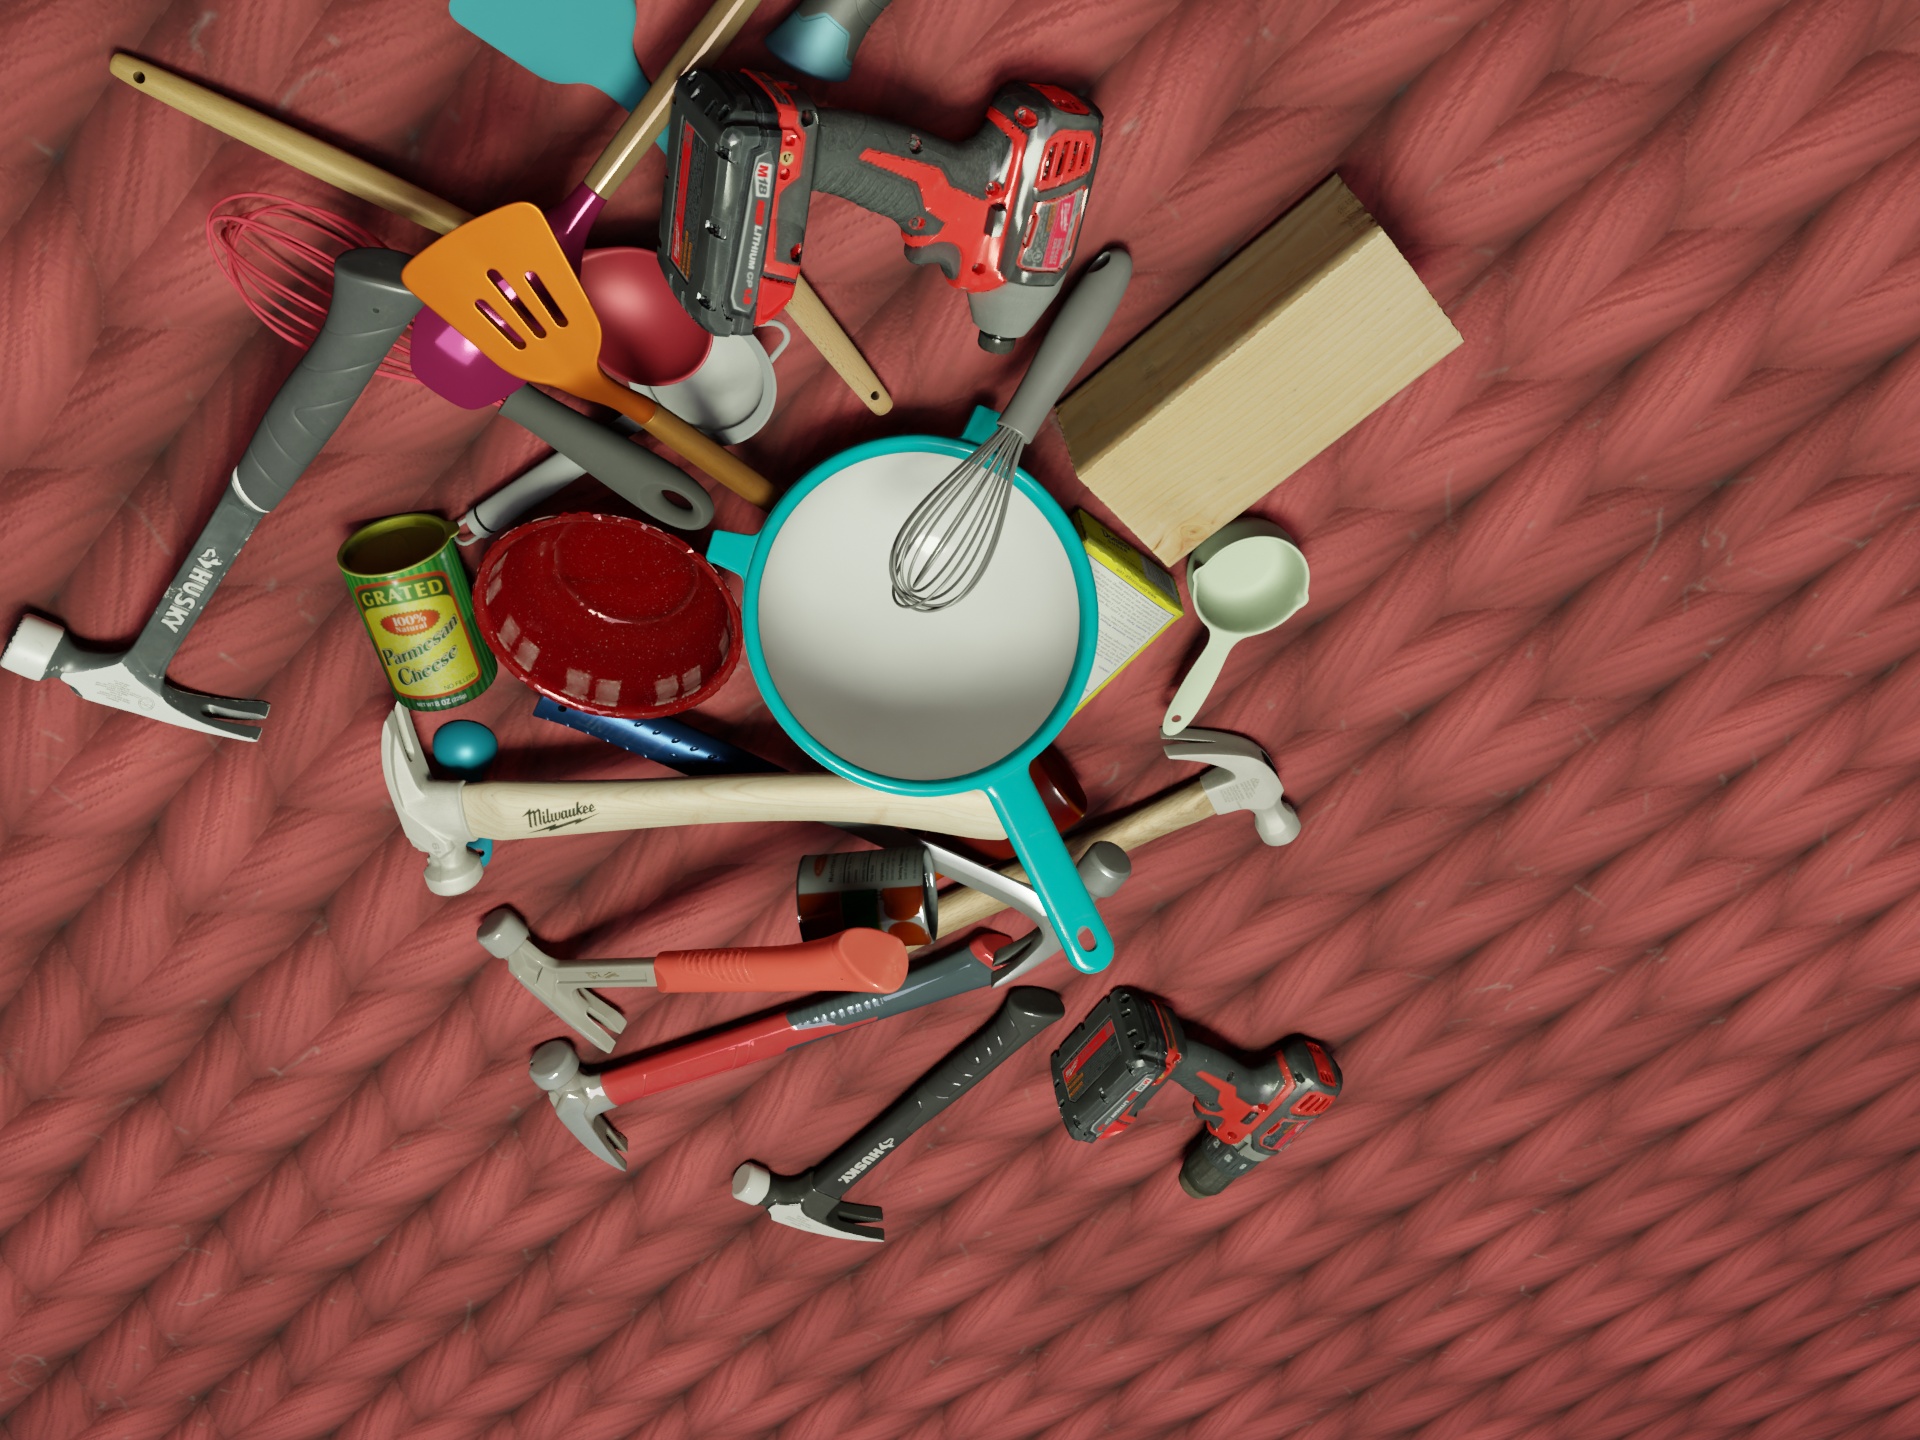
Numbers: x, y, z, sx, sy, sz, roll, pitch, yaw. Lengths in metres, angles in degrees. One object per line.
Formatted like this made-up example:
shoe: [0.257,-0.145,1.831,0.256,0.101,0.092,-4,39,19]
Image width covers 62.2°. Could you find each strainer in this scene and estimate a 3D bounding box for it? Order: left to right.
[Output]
strainer: [-0.199,-0.167,0.915,0.258,0.050,0.086,-28,117,20]
strainer: [-0.002,-0.003,0.964,0.211,0.095,0.340,-28,96,-13]

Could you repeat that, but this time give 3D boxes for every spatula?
spatula: [-0.156,-0.164,0.857,0.081,0.041,0.322,-21,156,20]
spatula: [-0.128,-0.273,0.838,0.082,0.044,0.317,-39,126,5]

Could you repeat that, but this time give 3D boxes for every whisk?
whisk: [-0.261,-0.186,0.856,0.295,0.073,0.073,31,118,-21]
whisk: [0.031,-0.163,0.893,0.055,0.055,0.239,32,88,-29]

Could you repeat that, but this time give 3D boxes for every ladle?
ladle: [-0.274,-0.261,0.816,0.315,0.031,0.069,23,108,-15]

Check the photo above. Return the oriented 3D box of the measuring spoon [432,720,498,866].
measuring spoon: [-0.333,0.057,1.080,0.042,0.021,0.128,0,127,-8]

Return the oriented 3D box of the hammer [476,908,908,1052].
hammer: [-0.174,0.176,1.080,0.359,0.037,0.149,-9,133,39]

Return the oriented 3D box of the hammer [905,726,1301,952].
hammer: [0.078,0.101,1.172,0.331,0.031,0.129,-25,128,11]

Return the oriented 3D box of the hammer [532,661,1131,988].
hammer: [-0.093,0.065,1.076,0.405,0.035,0.144,25,126,-15]

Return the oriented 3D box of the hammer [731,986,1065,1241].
hammer: [-0.035,0.331,1.335,0.146,0.035,0.334,32,117,-28]

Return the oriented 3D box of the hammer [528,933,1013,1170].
hammer: [-0.133,0.255,1.258,0.386,0.038,0.143,-19,130,6]

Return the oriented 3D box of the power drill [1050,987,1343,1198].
power drill: [0.187,0.325,1.340,0.226,0.080,0.187,21,123,-26]

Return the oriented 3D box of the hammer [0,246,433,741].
hammer: [-0.392,-0.113,0.877,0.149,0.036,0.409,28,132,-30]

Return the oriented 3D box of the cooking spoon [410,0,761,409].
cooking spoon: [-0.166,-0.283,0.787,0.068,0.017,0.319,33,105,-34]

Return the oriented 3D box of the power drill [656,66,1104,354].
power drill: [-0.037,-0.257,0.819,0.219,0.079,0.143,-7,131,-27]

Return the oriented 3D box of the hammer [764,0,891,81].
hammer: [0.028,-0.433,0.743,0.128,0.033,0.331,33,117,-30]

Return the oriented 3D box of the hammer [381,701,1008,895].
hammer: [-0.161,0.044,1.020,0.410,0.038,0.146,-2,126,5]

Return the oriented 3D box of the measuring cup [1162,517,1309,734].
measuring cup: [0.169,-0.062,1.055,0.083,0.038,0.167,11,127,-17]
